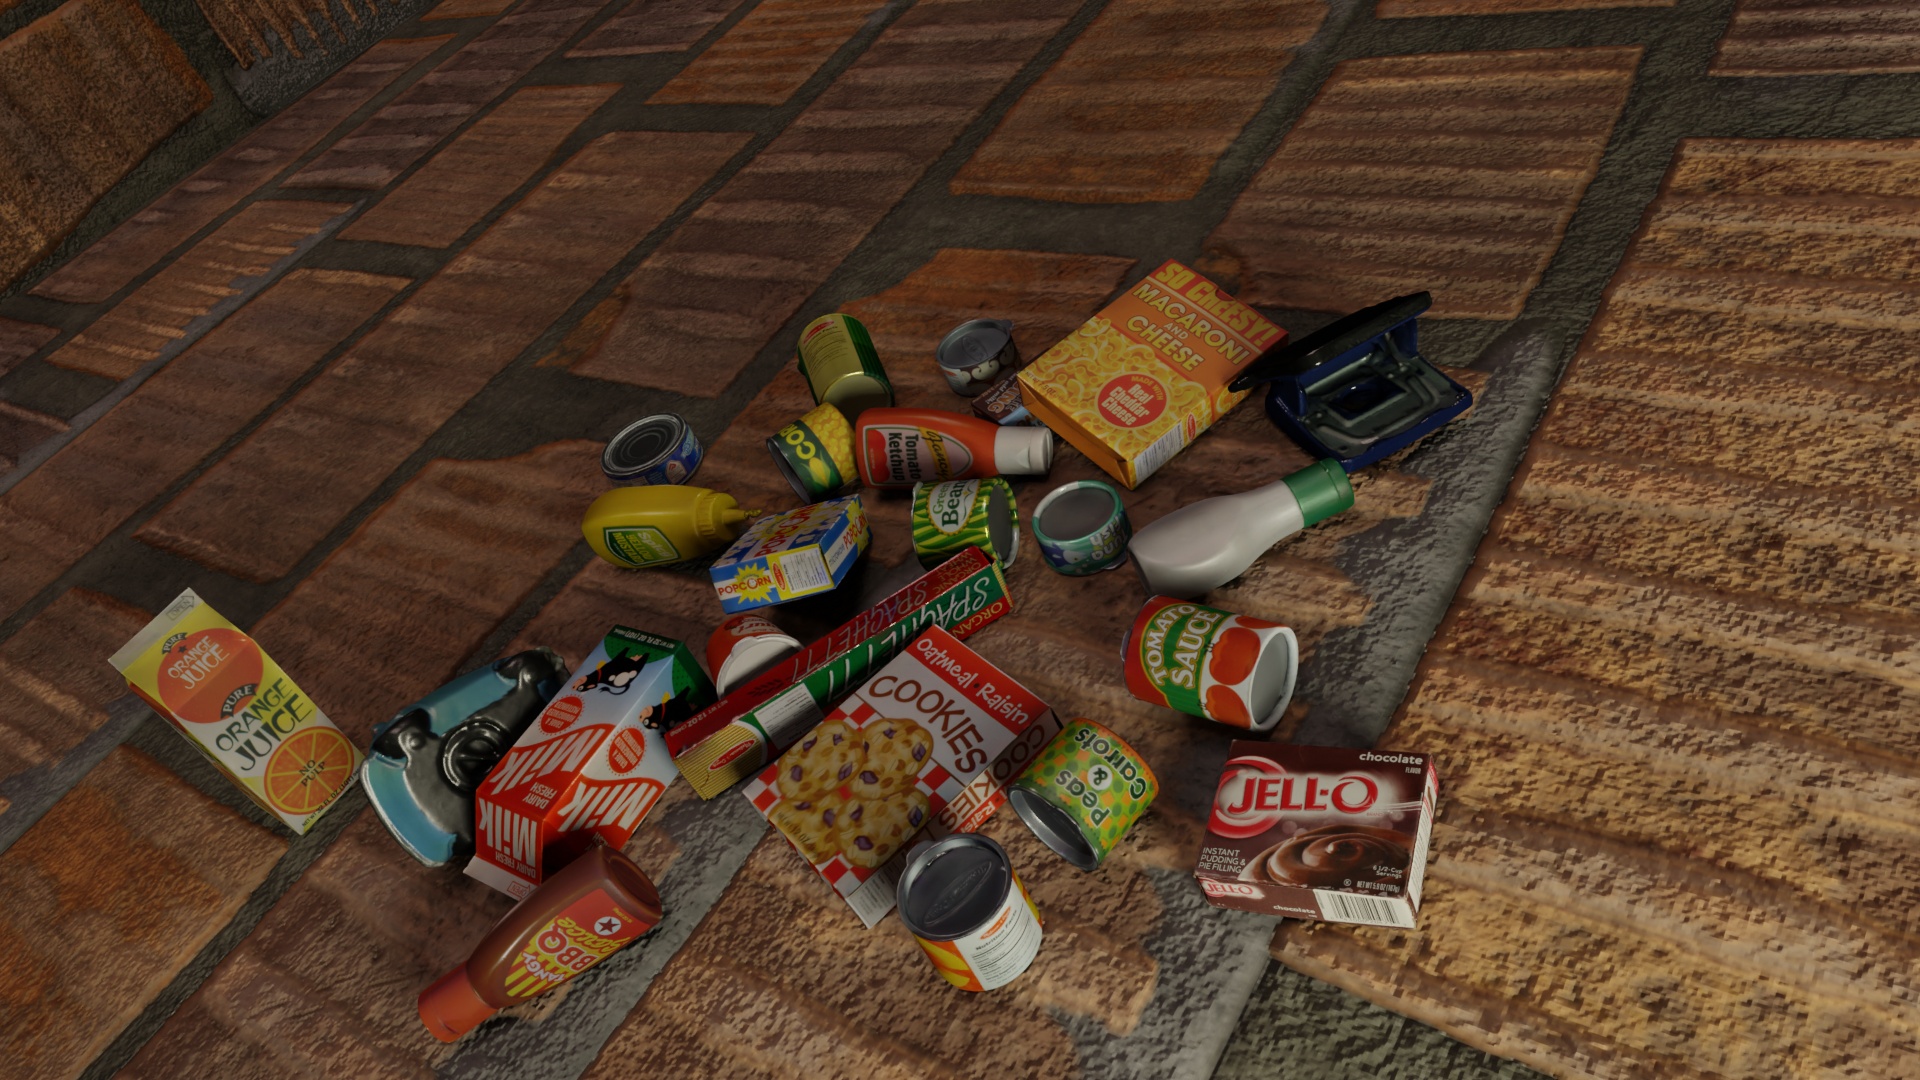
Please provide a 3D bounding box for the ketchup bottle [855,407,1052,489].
[{"bbox_3d":[-0.005,-0.070,1.069,0.149,0.064,0.044,2,23,17],"label":"ketchup bottle"}]

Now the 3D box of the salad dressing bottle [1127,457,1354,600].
[{"bbox_3d":[0.185,-0.009,0.916,0.148,0.043,0.064,-25,38,-1],"label":"salad dressing bottle"}]

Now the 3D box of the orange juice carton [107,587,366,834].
[{"bbox_3d":[-0.528,0.124,1.015,0.073,0.191,0.072,14,52,36],"label":"orange juice carton"}]

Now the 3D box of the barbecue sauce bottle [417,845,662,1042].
[{"bbox_3d":[-0.259,0.249,0.846,0.148,0.064,0.044,-35,37,2],"label":"barbecue sauce bottle"}]

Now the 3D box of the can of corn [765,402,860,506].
[{"bbox_3d":[-0.115,-0.071,1.115,0.058,0.071,0.071,-35,40,-13],"label":"can of corn"}]

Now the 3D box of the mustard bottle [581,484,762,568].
[{"bbox_3d":[-0.226,-0.014,1.106,0.160,0.065,0.049,-6,46,29],"label":"mustard bottle"}]

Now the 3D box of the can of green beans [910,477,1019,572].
[{"bbox_3d":[0.004,-0.011,0.992,0.058,0.071,0.071,-4,44,23],"label":"can of green beans"}]

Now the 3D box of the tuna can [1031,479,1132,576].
[{"bbox_3d":[0.086,-0.009,0.973,0.071,0.032,0.071,-15,40,13],"label":"tuna can"}]

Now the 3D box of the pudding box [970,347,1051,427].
[{"bbox_3d":[0.056,-0.113,1.106,0.084,0.030,0.050,-36,42,-13],"label":"pudding box"}]

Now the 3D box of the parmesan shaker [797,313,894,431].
[{"bbox_3d":[-0.100,-0.139,1.188,0.071,0.071,0.103,-24,40,1],"label":"parmesan shaker"}]

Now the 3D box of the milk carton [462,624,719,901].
[{"bbox_3d":[-0.250,0.154,0.933,0.072,0.073,0.191,11,51,35],"label":"milk carton"}]

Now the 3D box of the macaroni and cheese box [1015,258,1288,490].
[{"bbox_3d":[0.146,-0.130,1.049,0.167,0.040,0.124,-39,57,-16],"label":"macaroni and cheese box"}]

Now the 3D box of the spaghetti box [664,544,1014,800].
[{"bbox_3d":[-0.078,0.087,0.938,0.250,0.050,0.029,-32,41,-9],"label":"spaghetti box"}]

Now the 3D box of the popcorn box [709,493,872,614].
[{"bbox_3d":[-0.121,0.009,1.018,0.085,0.038,0.127,-14,15,13],"label":"popcorn box"}]

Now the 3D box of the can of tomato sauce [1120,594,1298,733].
[{"bbox_3d":[0.148,0.072,0.824,0.083,0.071,0.071,13,52,36],"label":"can of tomato sauce"}]

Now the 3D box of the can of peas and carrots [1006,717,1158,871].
[{"bbox_3d":[0.070,0.142,0.787,0.071,0.070,0.059,23,58,42],"label":"can of peas and carrots"}]

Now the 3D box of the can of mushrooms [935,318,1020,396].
[{"bbox_3d":[0.018,-0.155,1.170,0.071,0.033,0.071,-15,40,13],"label":"can of mushrooms"}]

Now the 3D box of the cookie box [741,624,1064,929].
[{"bbox_3d":[-0.034,0.141,0.866,0.168,0.040,0.123,-41,42,-17],"label":"cookie box"}]

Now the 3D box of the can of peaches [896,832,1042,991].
[{"bbox_3d":[0.005,0.203,0.763,0.071,0.057,0.071,-15,41,13],"label":"can of peaches"}]

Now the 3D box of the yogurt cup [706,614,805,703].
[{"bbox_3d":[-0.143,0.086,0.963,0.072,0.072,0.054,-34,32,-11],"label":"yogurt cup"}]
